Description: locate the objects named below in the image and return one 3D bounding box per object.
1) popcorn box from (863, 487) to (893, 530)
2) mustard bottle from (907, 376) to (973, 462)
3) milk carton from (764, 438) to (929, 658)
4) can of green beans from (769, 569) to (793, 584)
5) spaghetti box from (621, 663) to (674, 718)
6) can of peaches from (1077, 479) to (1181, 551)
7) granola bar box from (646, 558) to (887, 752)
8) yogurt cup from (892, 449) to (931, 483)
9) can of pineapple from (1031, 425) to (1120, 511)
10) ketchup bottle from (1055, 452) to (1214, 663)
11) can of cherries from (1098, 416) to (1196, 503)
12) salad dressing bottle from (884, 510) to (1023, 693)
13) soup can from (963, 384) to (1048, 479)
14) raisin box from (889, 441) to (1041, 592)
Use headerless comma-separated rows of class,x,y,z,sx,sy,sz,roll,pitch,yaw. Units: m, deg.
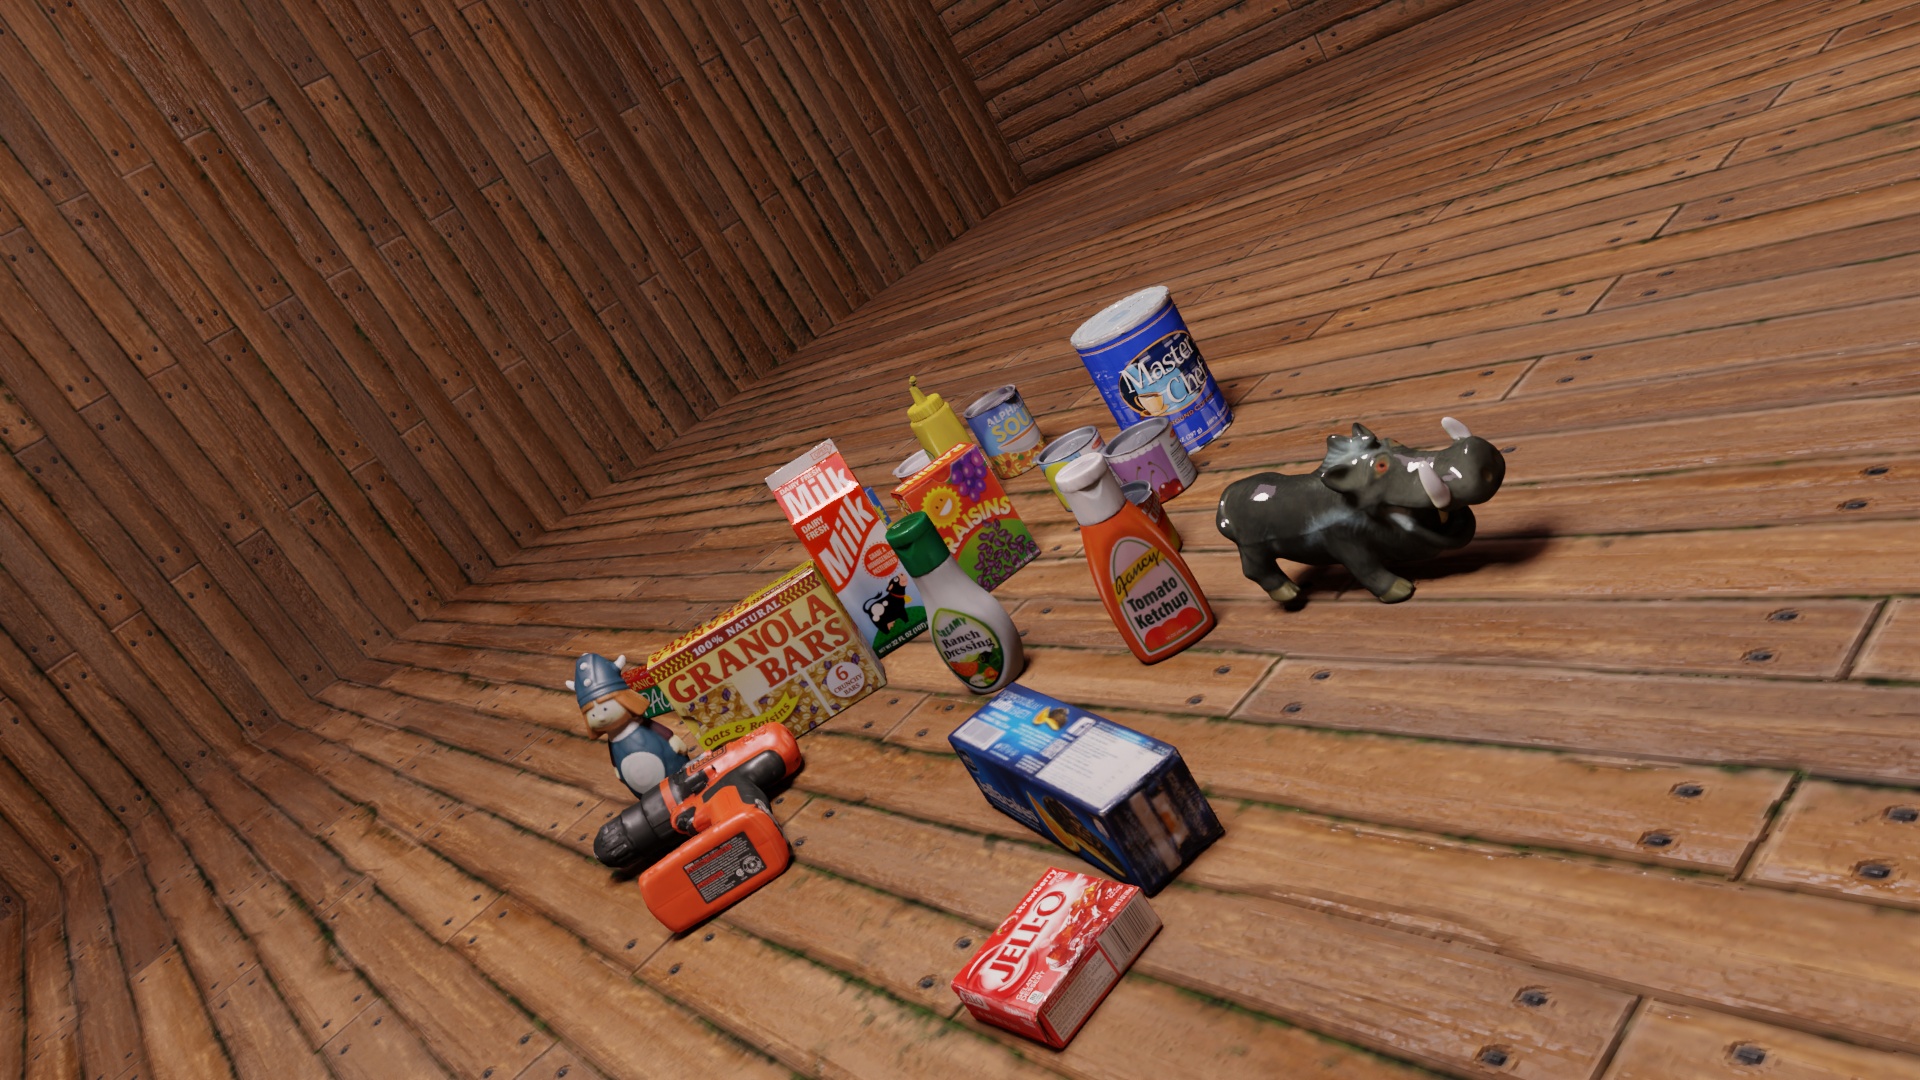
popcorn box,-0.120,-0.009,1.514,0.038,0.085,0.126,-42,20,-30
mustard bottle,-0.016,-0.105,1.476,0.049,0.160,0.065,-33,17,-6
milk carton,-0.098,0.005,1.262,0.072,0.190,0.073,-32,17,-3
can of green beans,-0.168,0.069,1.426,0.071,0.057,0.071,-28,17,10
spaghetti box,-0.257,0.133,1.413,0.249,0.050,0.029,-20,20,32
can of peaches,0.139,-0.007,1.121,0.071,0.058,0.071,-28,17,10
granola bar box,-0.165,0.111,1.193,0.165,0.124,0.039,-31,17,0
yogurt cup,-0.032,-0.072,1.594,0.072,0.054,0.072,-28,17,10
can of pineapple,0.113,-0.068,1.332,0.071,0.057,0.071,-28,17,10
ketchup bottle,0.116,0.010,0.959,0.065,0.148,0.043,-31,17,2
can of cherries,0.167,-0.069,1.242,0.071,0.058,0.072,-28,17,10
salad dressing bottle,-0.006,0.047,1.062,0.064,0.147,0.044,-21,20,31
soup can,0.053,-0.119,1.530,0.071,0.083,0.071,-28,17,10
raisin box,0.004,-0.016,1.259,0.086,0.123,0.040,-36,17,-14
